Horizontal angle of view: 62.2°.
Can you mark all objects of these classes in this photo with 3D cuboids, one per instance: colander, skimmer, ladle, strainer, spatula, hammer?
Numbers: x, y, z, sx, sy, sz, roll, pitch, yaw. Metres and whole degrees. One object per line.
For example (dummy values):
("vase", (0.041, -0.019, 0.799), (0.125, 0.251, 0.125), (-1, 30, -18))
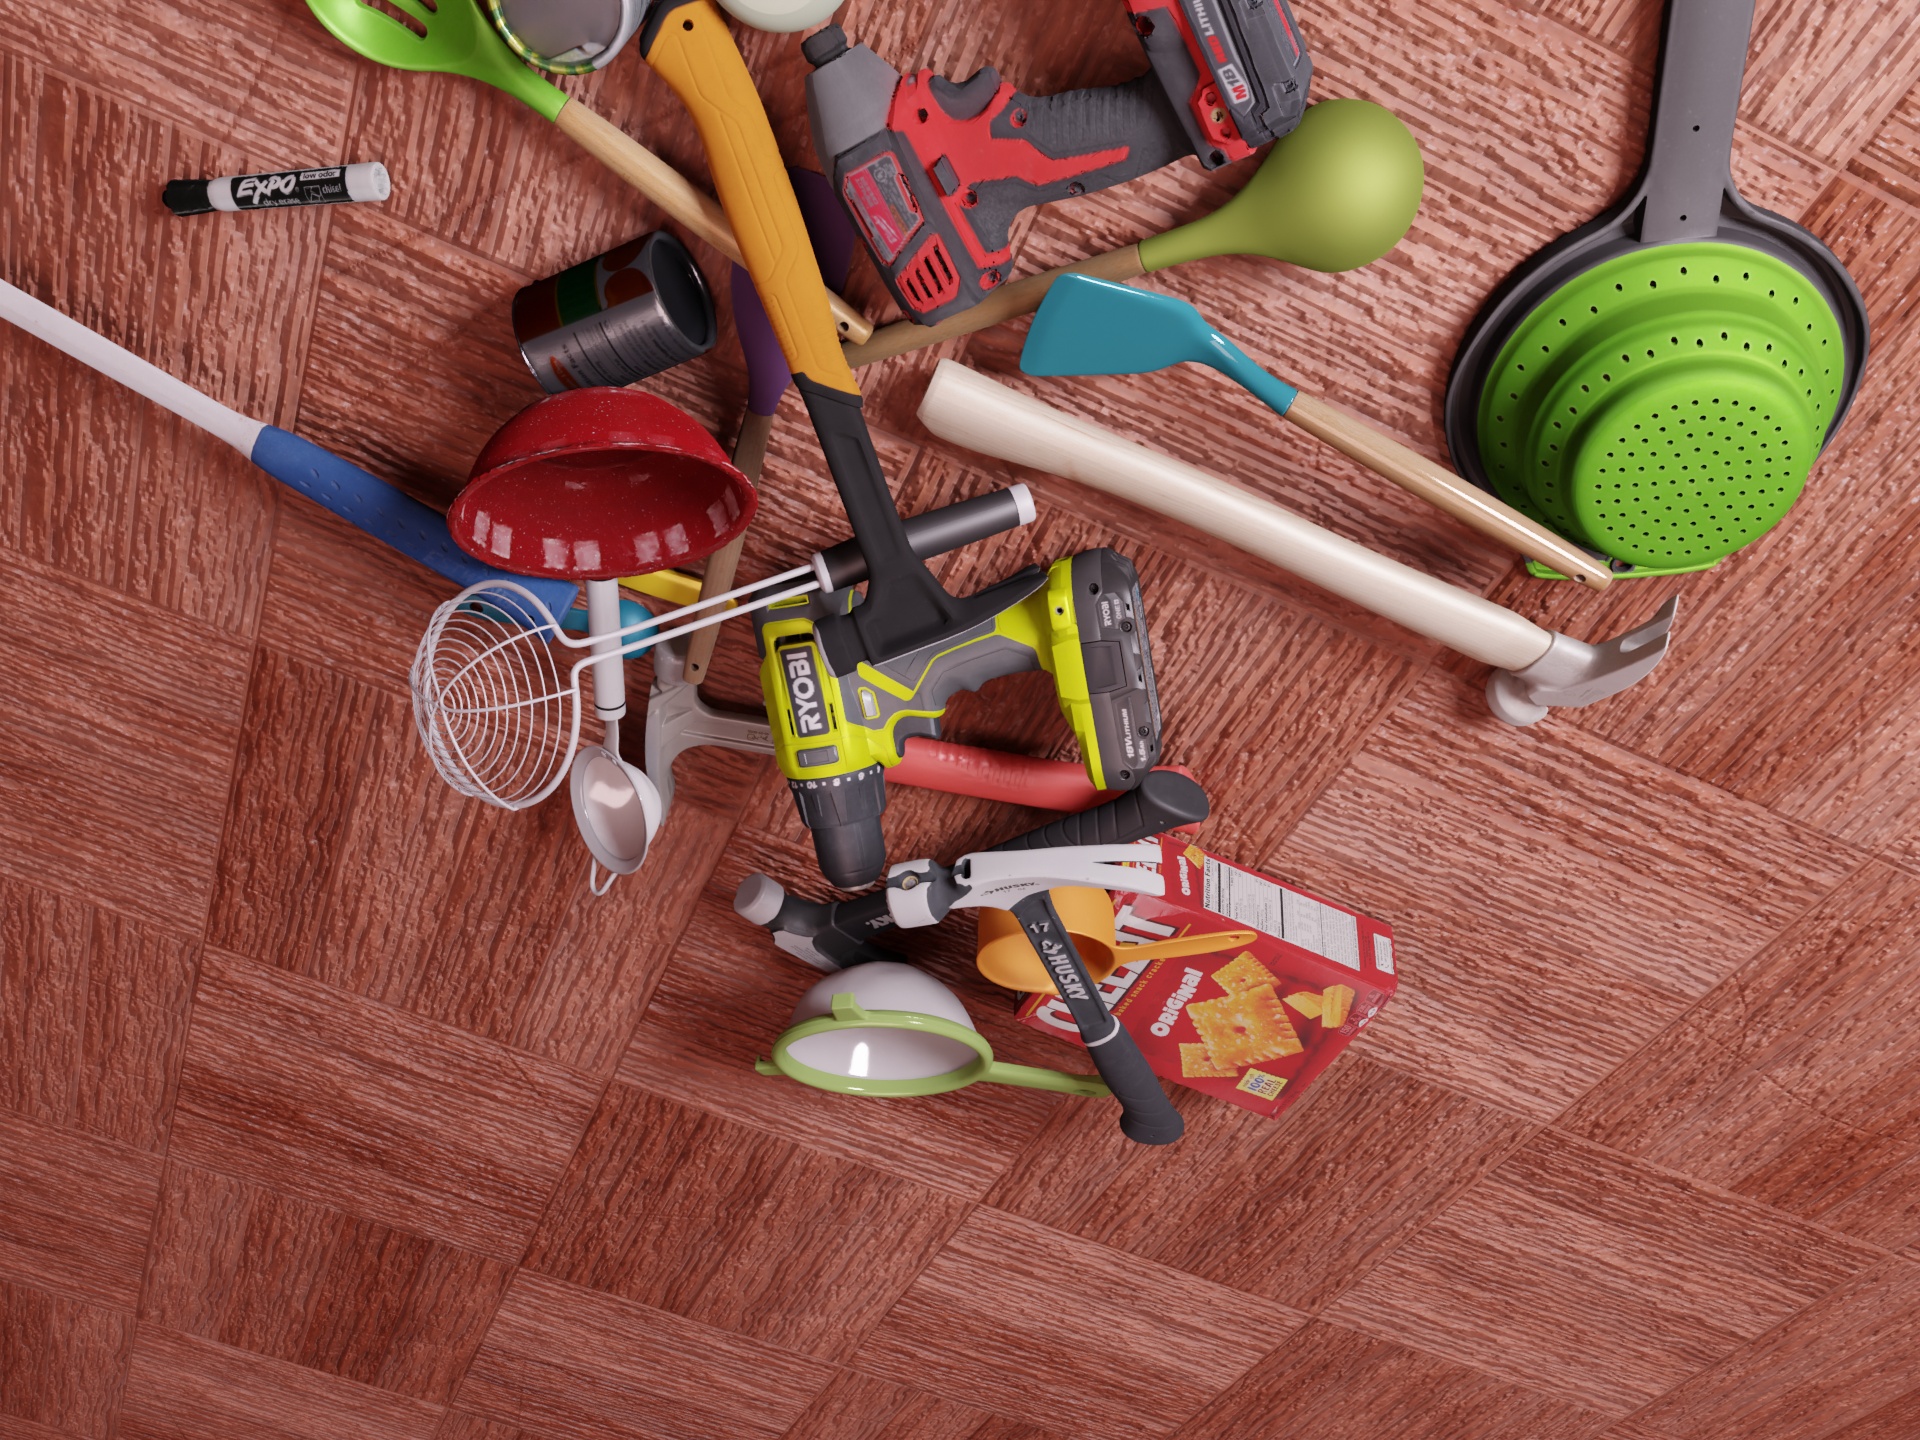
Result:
("colander", (0.340, -0.206, 0.740), (0.204, 0.095, 0.396), (-3, 130, 10))
("skimmer", (-0.134, -0.057, 0.890), (0.363, 0.090, 0.127), (-20, 84, -5))
("ladle", (0.070, -0.227, 0.799), (0.320, 0.062, 0.078), (-12, 112, 25))
("strainer", (-0.214, -0.002, 0.985), (0.087, 0.050, 0.258), (31, 132, 34))
("spatula", (0.184, -0.138, 0.799), (0.317, 0.044, 0.082), (29, 153, 0))
("strainer", (-0.006, 0.217, 1.115), (0.256, 0.069, 0.151), (14, 146, -23))
("hammer", (0.089, 0.186, 1.006), (0.149, 0.036, 0.408), (-10, 144, 14))
("hammer", (-0.024, 0.035, 1.029), (0.359, 0.037, 0.149), (10, 131, 0))
("spatula", (-0.119, -0.150, 0.881), (0.060, 0.018, 0.315), (18, 123, -2))
("hammer", (0.174, -0.103, 0.855), (0.410, 0.038, 0.146), (22, 161, -7))
("hammer", (0.016, 0.104, 1.046), (0.335, 0.035, 0.146), (-24, 133, 33))
("hammer", (-0.401, -0.165, 0.888), (0.405, 0.035, 0.144), (30, 127, -11))
("hammer", (-0.067, -0.191, 0.792), (0.127, 0.034, 0.336), (-21, 110, -1))

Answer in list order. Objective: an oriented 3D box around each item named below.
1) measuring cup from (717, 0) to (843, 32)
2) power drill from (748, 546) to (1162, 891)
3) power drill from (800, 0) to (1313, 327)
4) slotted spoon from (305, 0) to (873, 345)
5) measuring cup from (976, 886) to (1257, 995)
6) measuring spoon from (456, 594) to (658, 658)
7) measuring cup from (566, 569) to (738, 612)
("measuring cup", (-0.069, -0.379, 0.682), (0.083, 0.038, 0.167), (17, 132, -7))
("power drill", (-0.001, -0.003, 0.932), (0.228, 0.080, 0.190), (-8, 101, 12))
("power drill", (0.035, -0.285, 0.722), (0.219, 0.079, 0.143), (-20, 114, 27))
("slotted spoon", (-0.173, -0.280, 0.778), (0.313, 0.031, 0.070), (33, 128, -17))
("measuring cup", (0.095, 0.125, 0.994), (0.173, 0.052, 0.095), (-7, 144, 8))
("measuring spoon", (-0.253, -0.059, 0.987), (0.128, 0.021, 0.042), (8, 130, -1))
("measuring cup", (-0.212, -0.083, 0.956), (0.156, 0.029, 0.062), (15, 130, -2))
